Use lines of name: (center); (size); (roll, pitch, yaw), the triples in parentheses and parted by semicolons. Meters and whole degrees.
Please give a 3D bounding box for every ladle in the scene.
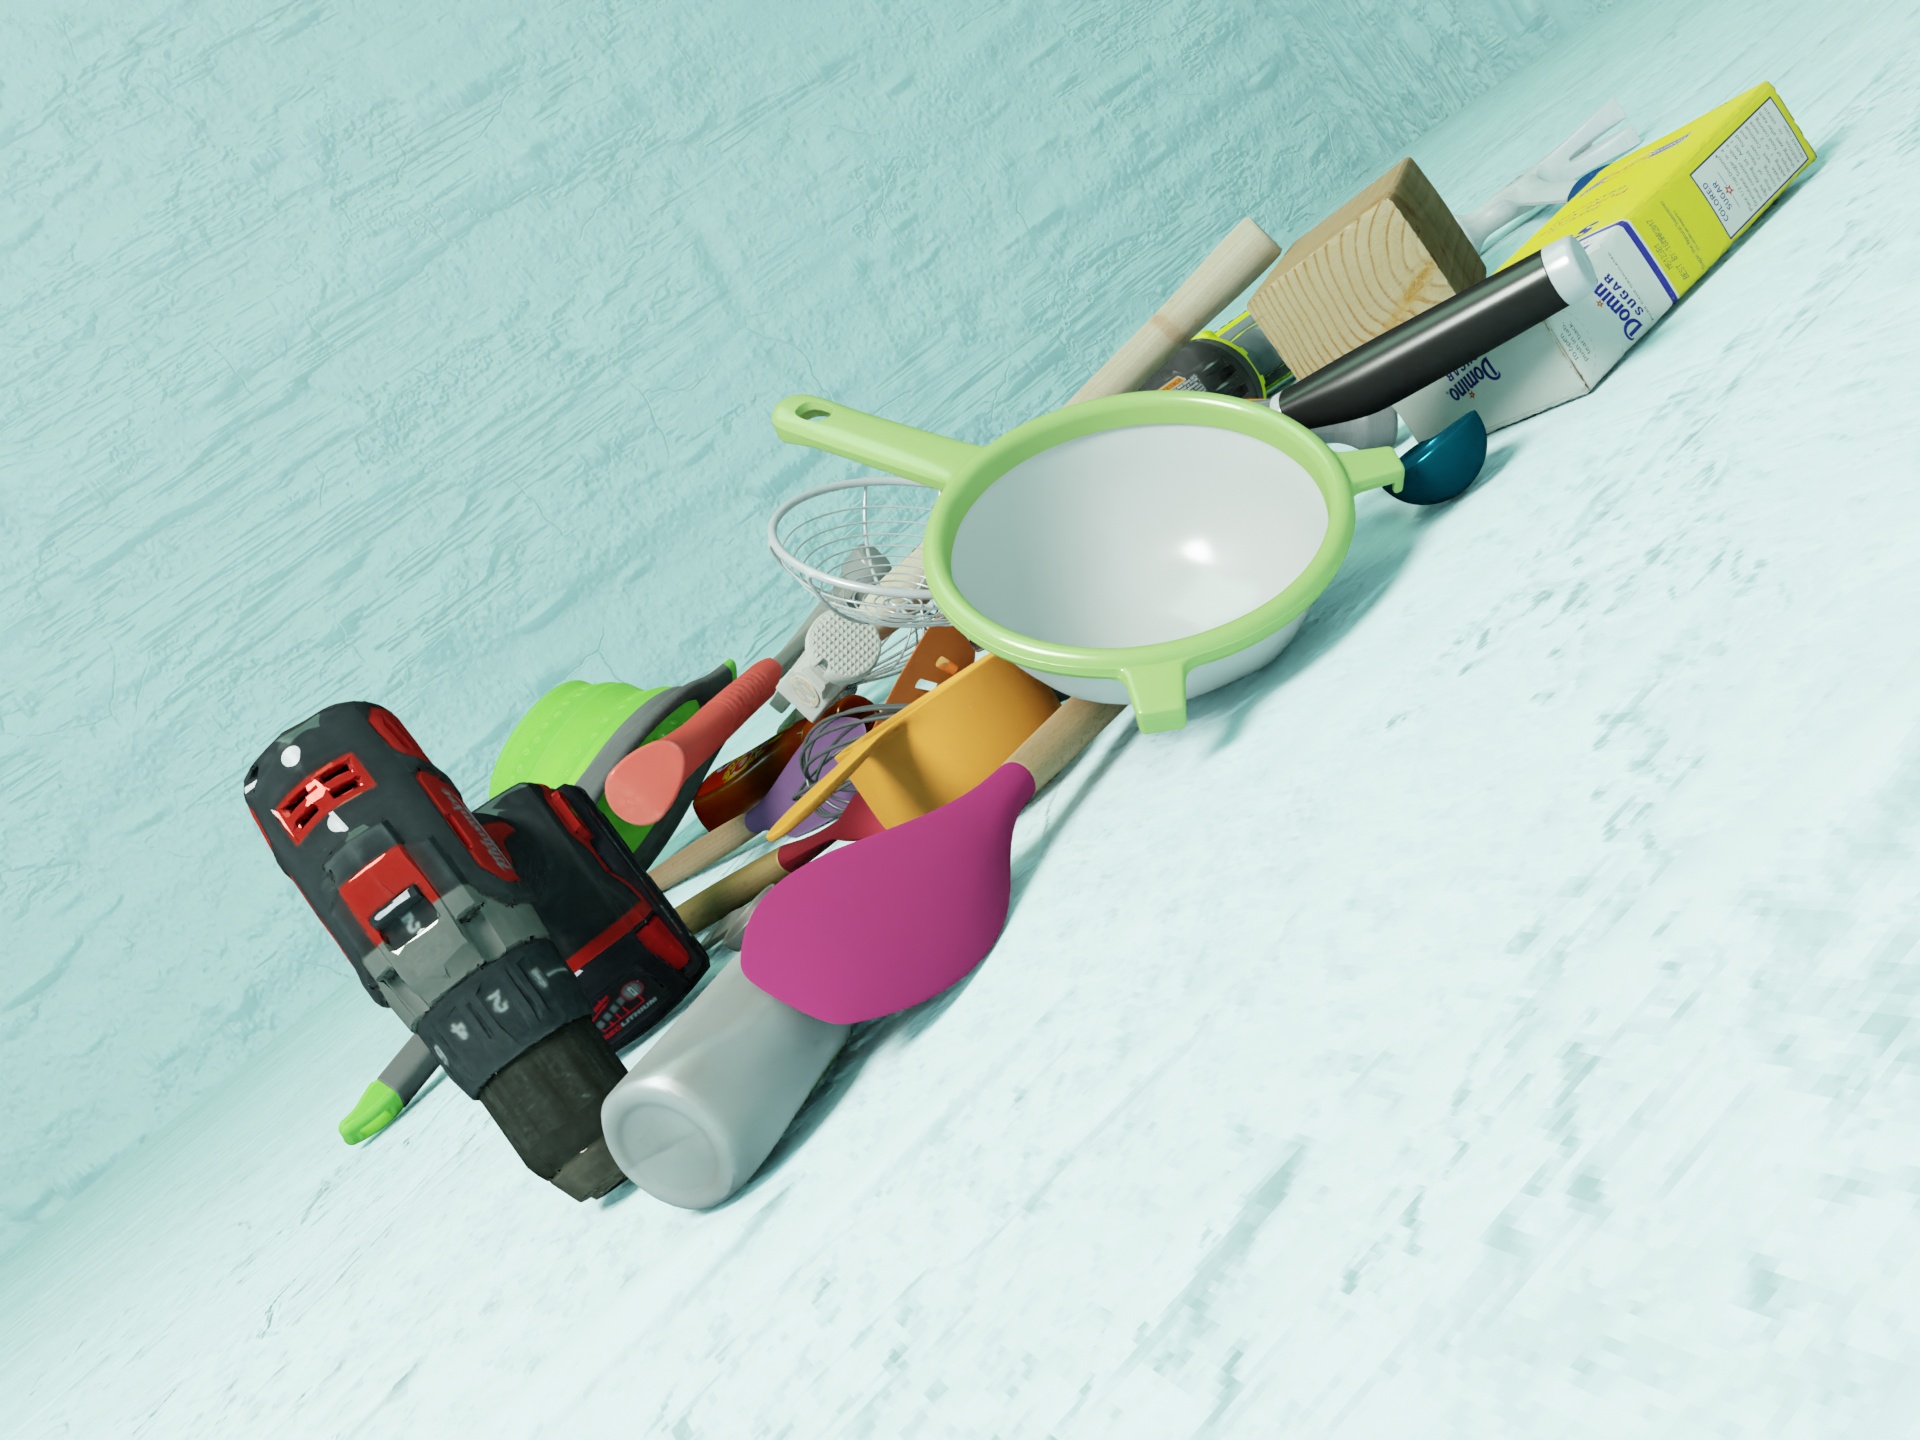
ladle: (-0.097, 0.076, 0.783); (0.315, 0.031, 0.069); (-31, 5, 43)

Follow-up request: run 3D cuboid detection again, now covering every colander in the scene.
colander: (-0.298, 0.096, 1.058); (0.397, 0.094, 0.204); (-54, -10, -32)

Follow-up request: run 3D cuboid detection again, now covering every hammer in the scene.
hammer: (0.047, -0.154, 0.929); (0.411, 0.038, 0.146); (-46, 3, -18)
hammer: (0.137, -0.148, 0.883); (0.128, 0.033, 0.331); (-5, 5, 1)
hammer: (-0.139, -0.011, 1.008); (0.149, 0.036, 0.359); (-50, 2, 23)
hammer: (0.359, -0.305, 0.903); (0.144, 0.035, 0.406); (-35, 9, 16)

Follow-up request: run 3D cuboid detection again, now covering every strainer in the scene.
strainer: (0.026, -0.068, 0.605); (0.256, 0.069, 0.151); (24, 56, 35)

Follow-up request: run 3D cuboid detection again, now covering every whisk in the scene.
whisk: (-0.081, -0.029, 1.137); (0.057, 0.059, 0.246); (-7, -18, -31)
whisk: (0.000, -0.002, 0.738); (0.239, 0.055, 0.055); (-24, 16, 43)

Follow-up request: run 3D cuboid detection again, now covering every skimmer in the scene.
skimmer: (0.070, -0.125, 0.657); (0.363, 0.090, 0.127); (-24, 12, 38)

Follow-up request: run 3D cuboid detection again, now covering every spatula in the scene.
spatula: (-0.016, -0.036, 0.979); (0.081, 0.041, 0.323); (-61, 5, 7)
spatula: (-0.136, 0.066, 0.962); (0.316, 0.018, 0.060); (-31, 53, 50)

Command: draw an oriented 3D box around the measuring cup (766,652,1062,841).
measuring cup: (-0.016, 0.026, 0.592); (0.095, 0.052, 0.174); (-32, 5, 30)

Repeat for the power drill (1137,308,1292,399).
power drill: (0.167, -0.231, 1.146); (0.190, 0.080, 0.228); (-31, 9, 36)

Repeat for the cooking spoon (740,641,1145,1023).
cooking spoon: (0.032, 0.009, 0.567); (0.319, 0.069, 0.017); (-40, -34, -48)

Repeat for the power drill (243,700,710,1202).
power drill: (-0.164, 0.092, 0.613); (0.080, 0.188, 0.226); (-38, -10, -4)

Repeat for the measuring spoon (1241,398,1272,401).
measuring spoon: (0.154, -0.167, 0.817); (0.117, 0.011, 0.021); (-5, 5, -8)

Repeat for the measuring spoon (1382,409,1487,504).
measuring spoon: (0.182, -0.096, 0.622); (0.042, 0.021, 0.128); (-41, -1, 9)

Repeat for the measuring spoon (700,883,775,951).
measuring spoon: (-0.102, 0.099, 0.737); (0.034, 0.018, 0.124); (-52, 7, -23)
